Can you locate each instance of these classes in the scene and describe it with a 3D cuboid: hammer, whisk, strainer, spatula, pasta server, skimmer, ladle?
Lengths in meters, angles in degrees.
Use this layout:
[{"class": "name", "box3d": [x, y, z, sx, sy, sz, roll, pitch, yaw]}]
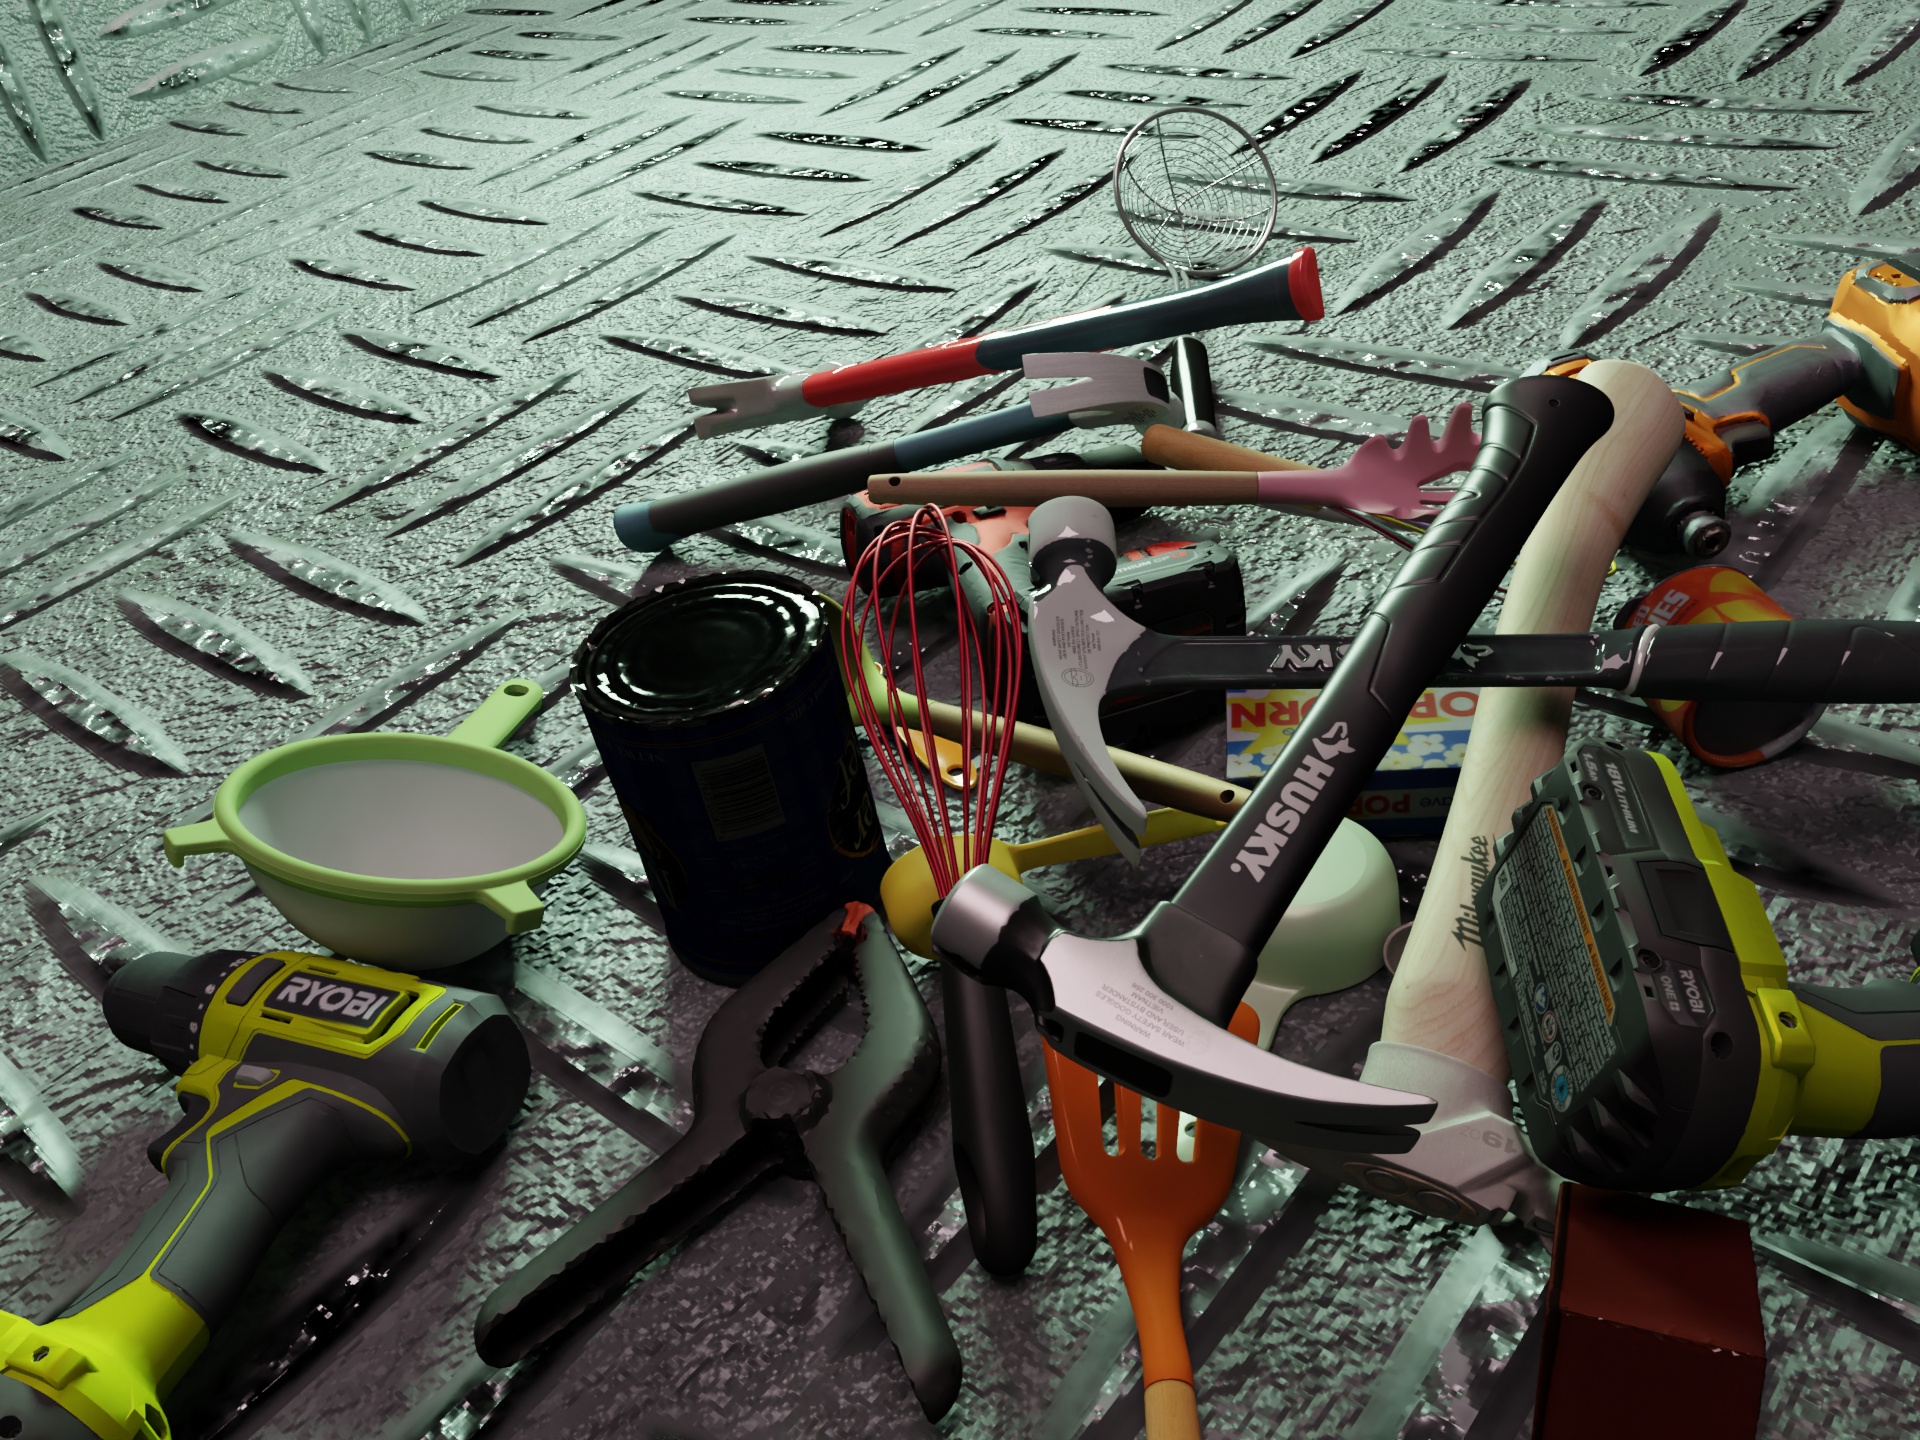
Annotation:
[{"class": "hammer", "box3d": [0.144, -0.010, 0.528, 0.146, 0.035, 0.335, 29, 59, 19]}, {"class": "hammer", "box3d": [0.019, -0.209, 0.903, 0.386, 0.038, 0.143, -2, 14, 39]}, {"class": "hammer", "box3d": [-0.045, -0.147, 0.905, 0.331, 0.033, 0.128, -12, -6, 18]}, {"class": "hammer", "box3d": [0.208, -0.007, 0.612, 0.146, 0.038, 0.411, 19, 55, 13]}, {"class": "whisk", "box3d": [0.204, -0.108, 0.797, 0.245, 0.051, 0.047, 22, 61, 25]}, {"class": "strainer", "box3d": [-0.241, 0.047, 0.738, 0.151, 0.069, 0.256, 11, 19, -2]}, {"class": "whisk", "box3d": [-0.001, 0.049, 0.583, 0.073, 0.073, 0.296, -9, 65, 4]}, {"class": "spatula", "box3d": [0.063, 0.209, 0.450, 0.081, 0.041, 0.323, 8, 38, -6]}, {"class": "pasta server", "box3d": [0.113, -0.114, 0.749, 0.316, 0.040, 0.060, 0, 63, 5]}, {"class": "skimmer", "box3d": [0.162, -0.299, 1.055, 0.127, 0.090, 0.364, 19, 39, -11]}, {"class": "hammer", "box3d": [0.229, -0.019, 0.577, 0.409, 0.036, 0.149, 0, 53, -1]}, {"class": "ladle", "box3d": [-0.001, -0.002, 0.693, 0.320, 0.062, 0.078, 16, 71, 46]}]

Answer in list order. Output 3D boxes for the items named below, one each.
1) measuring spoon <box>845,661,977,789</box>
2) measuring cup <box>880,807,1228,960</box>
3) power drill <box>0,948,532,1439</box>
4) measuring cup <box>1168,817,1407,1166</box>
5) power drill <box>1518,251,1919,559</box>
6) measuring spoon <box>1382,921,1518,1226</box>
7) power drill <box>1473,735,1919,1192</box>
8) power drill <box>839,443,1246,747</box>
[{"class": "measuring spoon", "box3d": [-0.024, 0.004, 0.776, 0.021, 0.011, 0.117, -26, 42, -19]}, {"class": "measuring cup", "box3d": [0.046, 0.061, 0.635, 0.156, 0.062, 0.029, -14, 52, 0]}, {"class": "power drill", "box3d": [-0.293, 0.171, 0.572, 0.190, 0.080, 0.229, 7, 38, 23]}, {"class": "measuring cup", "box3d": [0.112, 0.093, 0.591, 0.083, 0.038, 0.168, 11, 40, 27]}, {"class": "power drill", "box3d": [0.415, -0.151, 0.801, 0.226, 0.084, 0.164, -16, 37, 2]}, {"class": "measuring spoon", "box3d": [0.175, 0.123, 0.560, 0.034, 0.018, 0.124, -5, 44, 4]}, {"class": "power drill", "box3d": [0.284, 0.077, 0.485, 0.223, 0.080, 0.171, 7, 46, -5]}, {"class": "power drill", "box3d": [0.058, -0.080, 0.808, 0.188, 0.080, 0.227, -16, 32, -18]}]
